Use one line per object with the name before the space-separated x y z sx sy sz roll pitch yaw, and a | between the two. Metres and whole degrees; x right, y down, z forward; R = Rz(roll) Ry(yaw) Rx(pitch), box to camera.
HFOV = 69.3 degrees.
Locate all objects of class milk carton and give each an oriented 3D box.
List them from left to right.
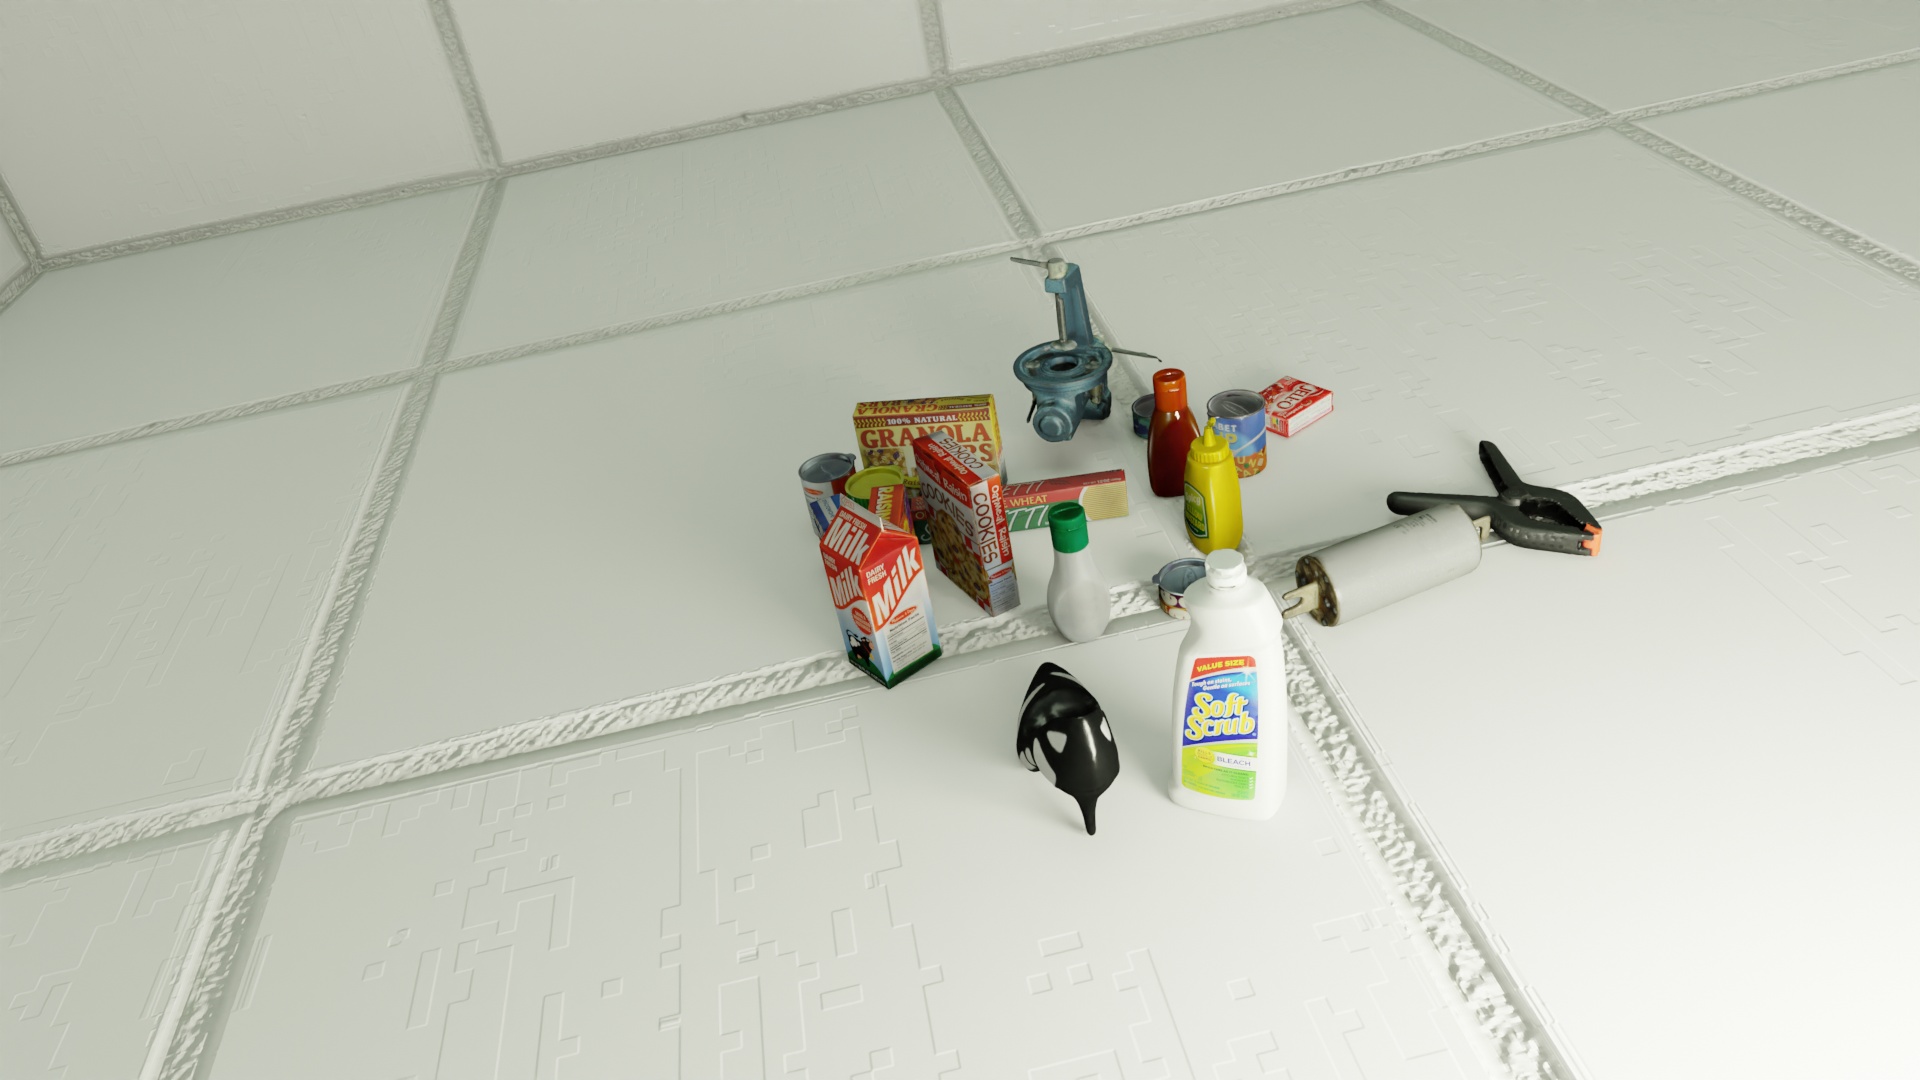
milk carton | -0.082 0.044 1.375 0.074 0.189 0.072 -31 38 -28

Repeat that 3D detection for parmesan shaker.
parmesan shaker | -0.085 -0.024 1.557 0.071 0.102 0.072 -7 33 5

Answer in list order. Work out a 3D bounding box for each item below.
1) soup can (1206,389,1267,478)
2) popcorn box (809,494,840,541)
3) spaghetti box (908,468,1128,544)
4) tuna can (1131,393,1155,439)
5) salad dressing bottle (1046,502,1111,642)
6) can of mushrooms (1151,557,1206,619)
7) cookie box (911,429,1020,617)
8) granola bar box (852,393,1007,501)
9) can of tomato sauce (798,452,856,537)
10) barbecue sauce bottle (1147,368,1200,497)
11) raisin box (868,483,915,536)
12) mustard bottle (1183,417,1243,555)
soup can | 0.319 -0.123 1.610 0.071 0.083 0.072 -7 33 5
popcorn box | -0.125 0.016 1.524 0.038 0.084 0.127 -18 34 -11
spaghetti box | 0.066 -0.038 1.584 0.250 0.050 0.029 -8 33 4
tuna can | 0.248 -0.153 1.721 0.071 0.032 0.071 -7 34 5
salad dressing bottle | 0.114 0.032 1.379 0.064 0.147 0.044 -15 34 -7
can of mushrooms | 0.233 0.049 1.423 0.071 0.033 0.071 -7 34 5
cookie box | 0.005 -0.018 1.465 0.040 0.166 0.123 -24 36 -20
granola bar box | -0.035 -0.108 1.648 0.165 0.123 0.039 -3 34 11
can of tomato sauce | -0.148 -0.053 1.635 0.071 0.082 0.071 -7 33 5
barbecue sauce bottle | 0.241 -0.122 1.572 0.065 0.147 0.044 -11 33 -1
raisin box | -0.069 0.014 1.478 0.040 0.122 0.086 -6 34 6
mustard bottle | 0.264 -0.061 1.464 0.049 0.159 0.065 -22 35 -17
